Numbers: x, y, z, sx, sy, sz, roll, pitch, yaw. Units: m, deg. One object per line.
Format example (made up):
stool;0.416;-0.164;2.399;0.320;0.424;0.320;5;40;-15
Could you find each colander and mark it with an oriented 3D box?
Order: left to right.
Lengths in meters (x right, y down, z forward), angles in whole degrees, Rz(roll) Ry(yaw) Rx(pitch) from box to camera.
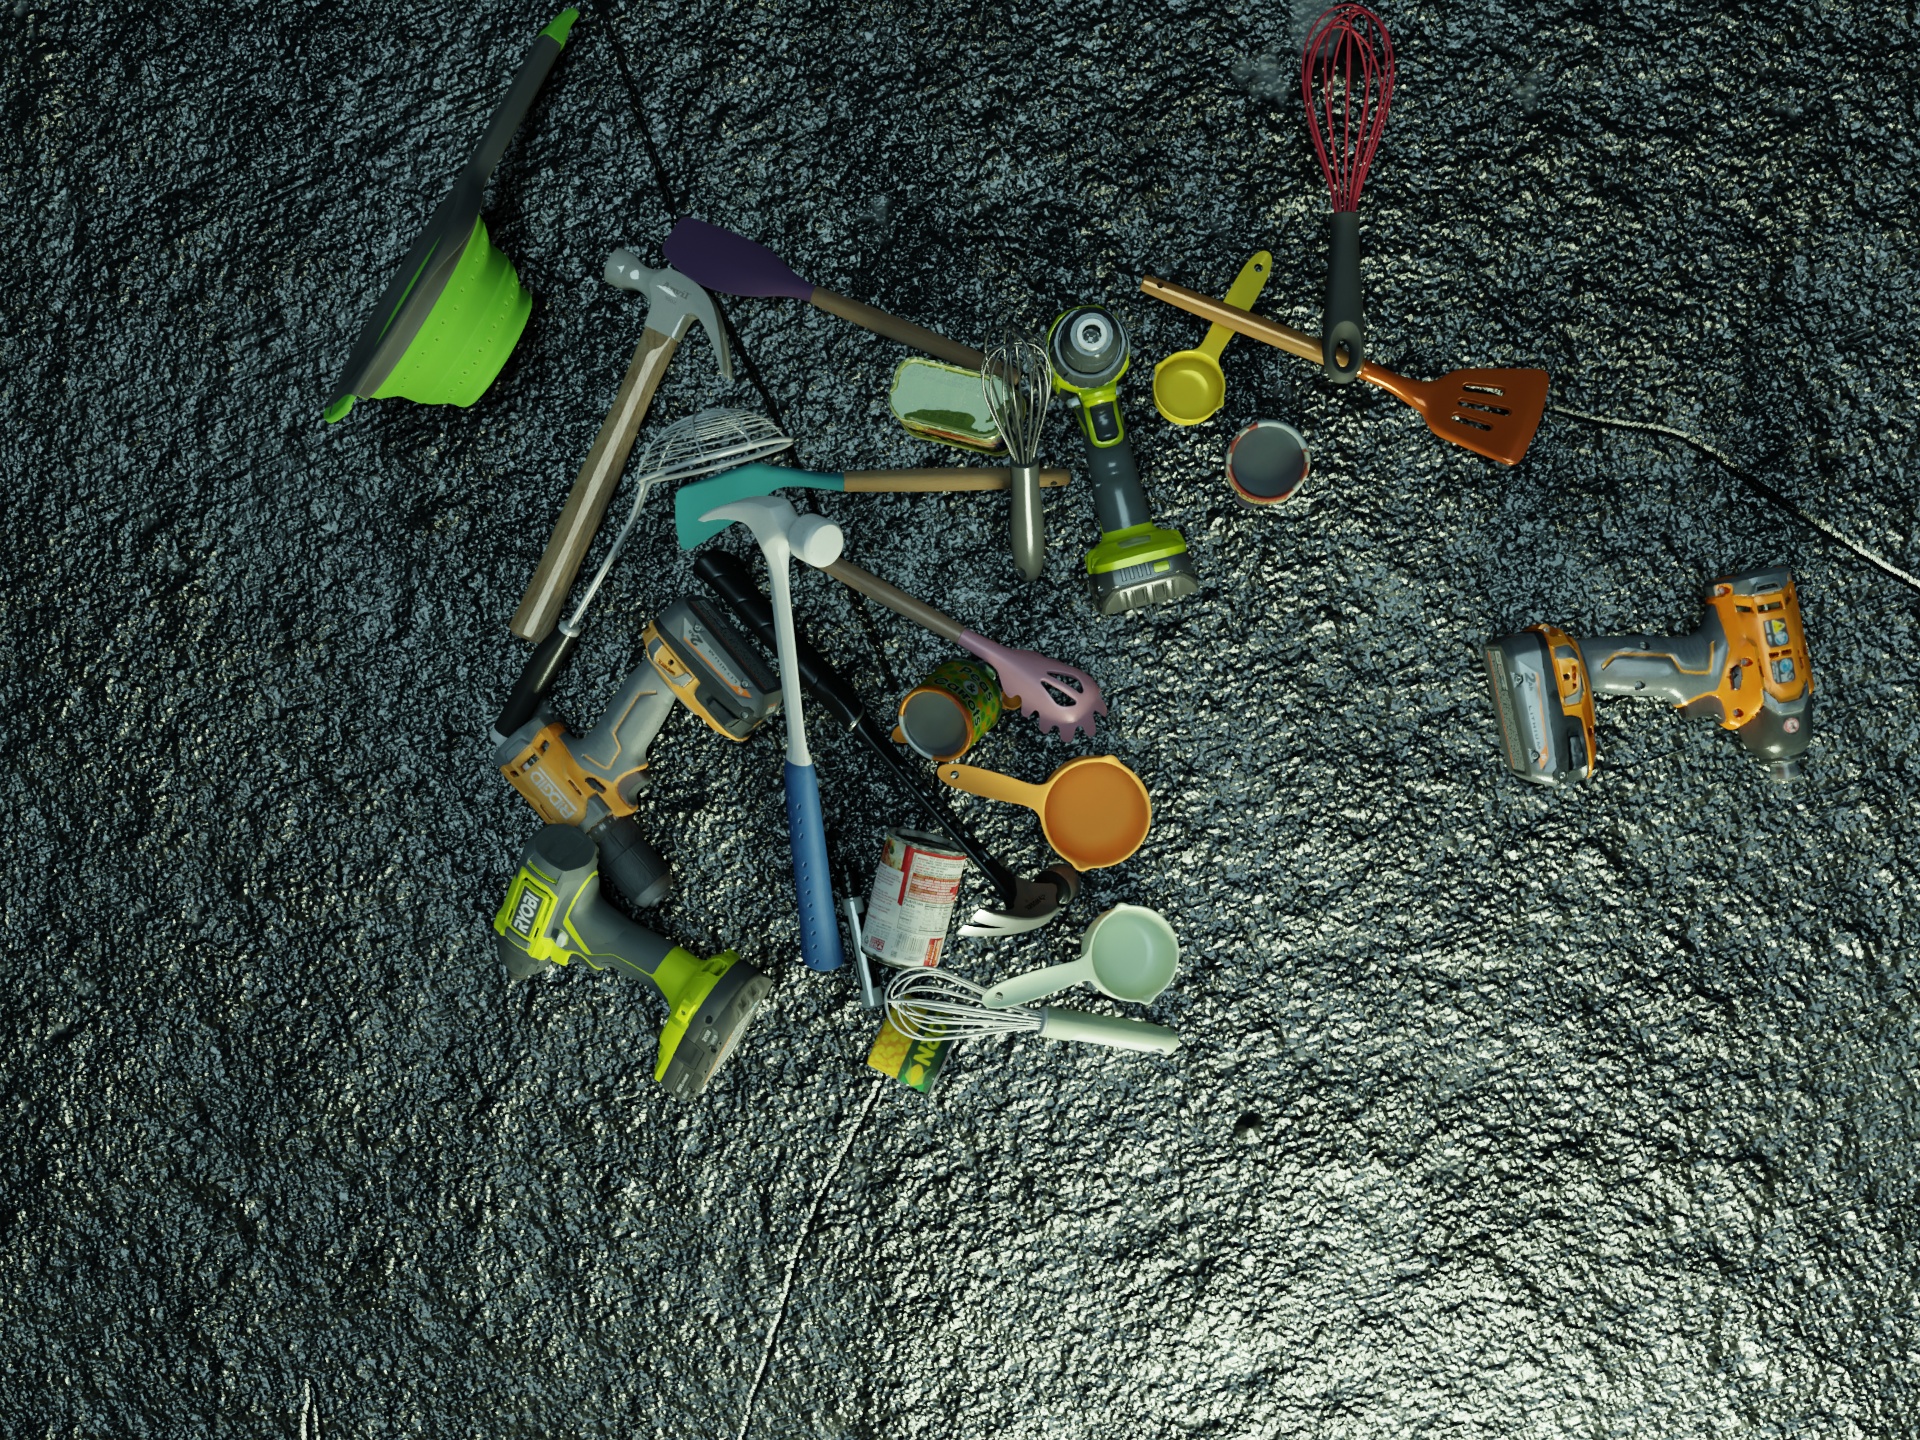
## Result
colander;-0.380;-0.396;1.304;0.094;0.205;0.397;30;79;-28

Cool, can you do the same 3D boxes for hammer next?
hammer;-0.295;-0.217;1.333;0.130;0.031;0.331;26;96;6
hammer;-0.129;0.018;1.233;0.144;0.035;0.405;27;131;43
hammer;-0.075;0.013;1.273;0.409;0.149;0.036;47;117;12

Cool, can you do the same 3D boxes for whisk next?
whisk;0.046;-0.199;1.219;0.055;0.055;0.238;1;136;7
whisk;0.058;0.241;1.276;0.246;0.057;0.059;11;67;-11
whisk;0.296;-0.405;1.219;0.073;0.073;0.296;1;88;7

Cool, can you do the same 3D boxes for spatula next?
spatula;-0.098;-0.338;1.305;0.316;0.018;0.060;23;68;4
spatula;-0.067;-0.181;1.266;0.317;0.082;0.044;-3;61;-8
spatula;0.293;-0.287;1.238;0.322;0.041;0.081;21;84;0

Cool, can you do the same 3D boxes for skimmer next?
skimmer;-0.269;-0.107;1.307;0.090;0.127;0.363;36;106;4

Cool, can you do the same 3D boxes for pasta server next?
pasta server;-0.022;-0.079;1.302;0.316;0.040;0.060;29;72;11

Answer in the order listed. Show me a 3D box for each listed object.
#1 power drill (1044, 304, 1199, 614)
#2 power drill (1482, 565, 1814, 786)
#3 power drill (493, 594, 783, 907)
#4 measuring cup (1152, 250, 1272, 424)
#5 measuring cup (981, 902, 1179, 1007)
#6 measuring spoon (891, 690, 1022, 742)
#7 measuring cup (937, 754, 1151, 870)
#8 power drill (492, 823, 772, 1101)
power drill;0.115;-0.200;1.203;0.080;0.190;0.228;-14;95;4
power drill;0.531;-0.015;1.211;0.226;0.084;0.164;-13;91;4
power drill;-0.251;0.029;1.317;0.226;0.084;0.185;-40;89;11
measuring cup;0.205;-0.305;1.271;0.062;0.029;0.156;30;84;2
measuring cup;0.092;0.199;1.272;0.167;0.038;0.083;-15;86;-13
measuring spoon;-0.002;-0.004;1.317;0.117;0.011;0.021;-18;91;11
measuring cup;0.066;0.060;1.279;0.173;0.052;0.095;15;94;0
power drill;-0.280;0.205;1.312;0.223;0.080;0.171;34;128;6
